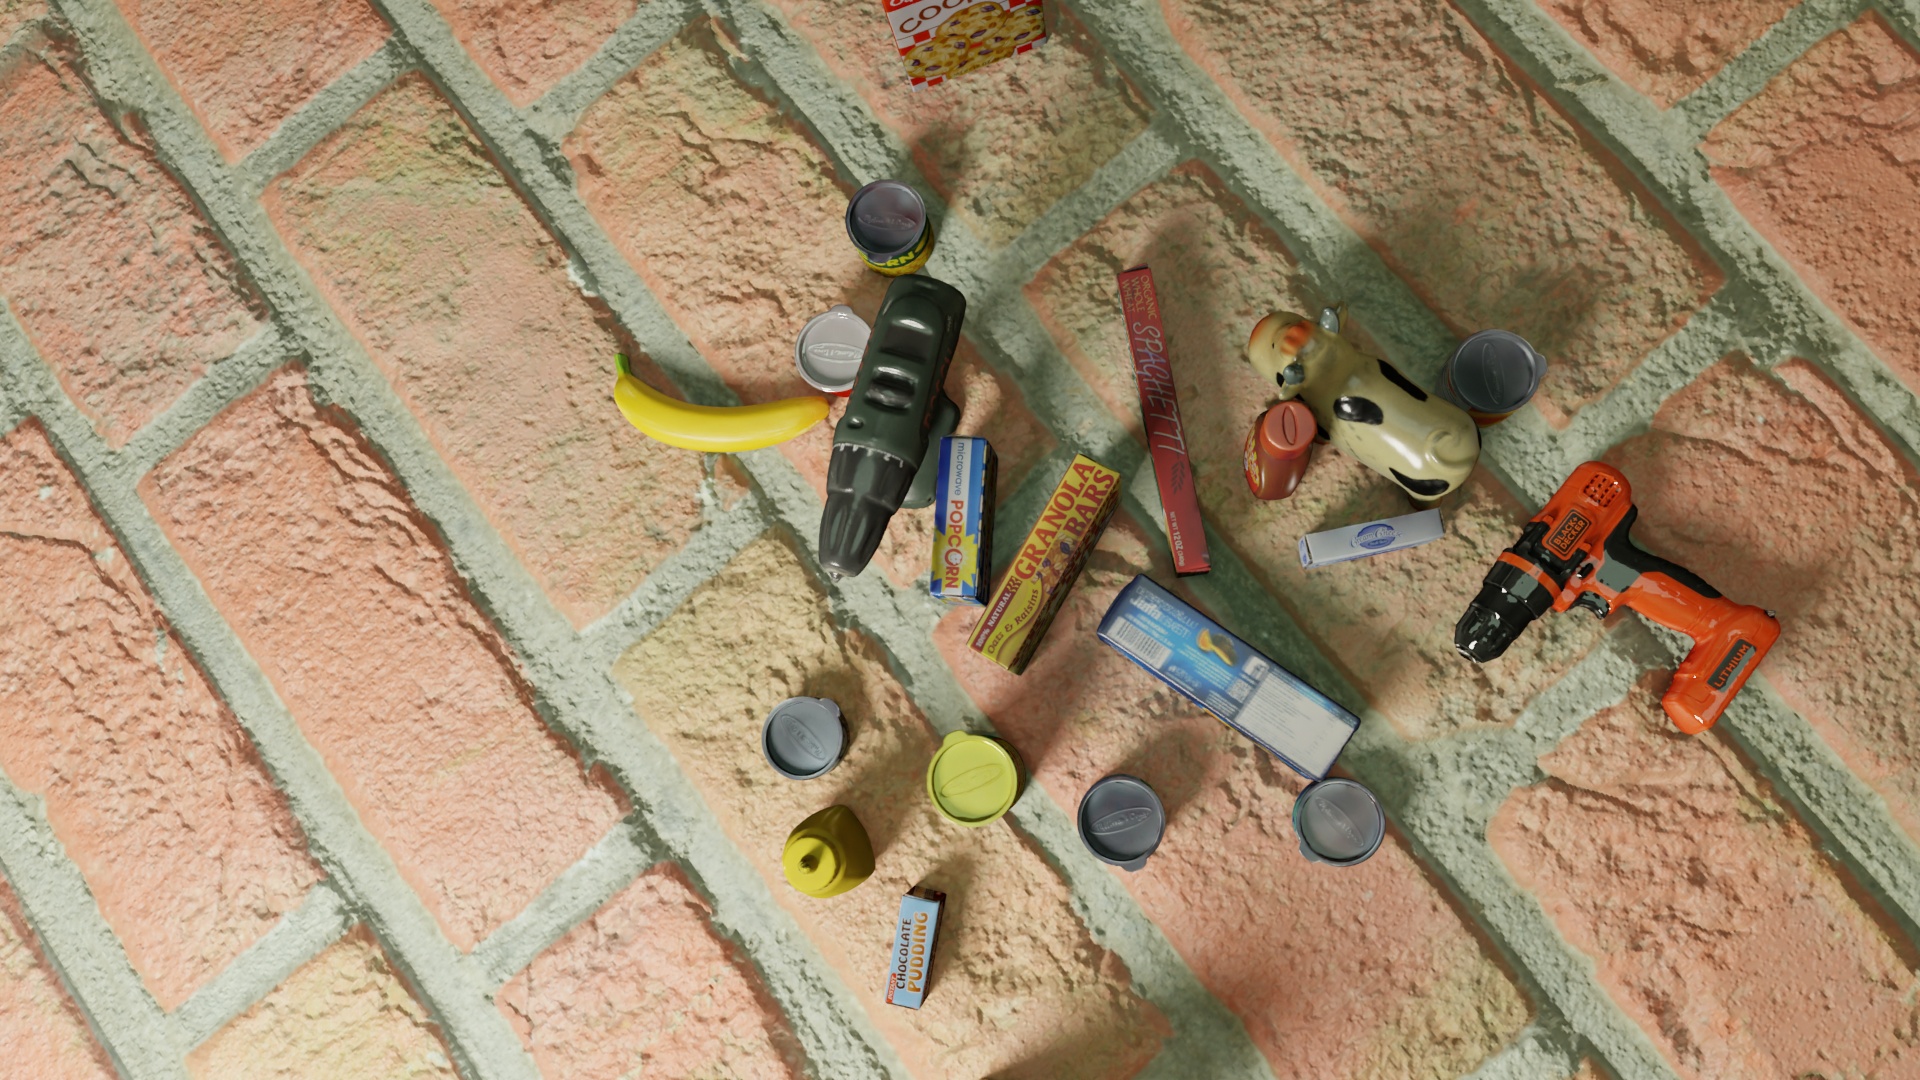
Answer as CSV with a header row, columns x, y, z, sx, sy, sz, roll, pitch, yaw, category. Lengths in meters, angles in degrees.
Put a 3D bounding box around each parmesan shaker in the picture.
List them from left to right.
x,y,z,sx,sy,sz,roll,pitch,yaw,category
0.014,0.178,1.058,0.071,0.103,0.071,-1,82,7,parmesan shaker

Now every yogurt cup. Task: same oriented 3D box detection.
x,y,z,sx,sy,sz,roll,pitch,yaw,category
-0.098,-0.150,1.143,0.072,0.054,0.072,-1,82,7,yogurt cup

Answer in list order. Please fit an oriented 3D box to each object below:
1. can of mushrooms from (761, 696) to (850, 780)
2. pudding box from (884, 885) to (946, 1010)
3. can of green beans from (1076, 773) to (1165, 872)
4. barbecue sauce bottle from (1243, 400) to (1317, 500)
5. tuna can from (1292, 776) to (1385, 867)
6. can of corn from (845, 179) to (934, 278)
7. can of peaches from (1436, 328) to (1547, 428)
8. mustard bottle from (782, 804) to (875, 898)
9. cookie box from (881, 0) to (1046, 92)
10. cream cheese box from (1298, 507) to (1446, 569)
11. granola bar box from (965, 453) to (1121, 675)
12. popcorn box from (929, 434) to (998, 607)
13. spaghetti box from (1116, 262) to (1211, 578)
x,y,z,sx,sy,sz,roll,pitch,yaw,category
-0.122,0.156,1.113,0.071,0.033,0.071,-1,82,7,can of mushrooms
-0.035,0.313,1.072,0.030,0.049,0.084,10,84,8,pudding box
0.123,0.213,1.063,0.071,0.058,0.071,-1,82,7,can of green beans
0.240,-0.071,1.043,0.044,0.148,0.065,-4,82,7,barbecue sauce bottle
0.285,0.215,1.056,0.071,0.033,0.071,-1,82,7,tuna can
-0.058,-0.254,1.150,0.071,0.058,0.071,-1,82,7,can of corn
0.410,-0.124,1.076,0.071,0.058,0.071,-1,82,7,can of peaches
-0.103,0.235,1.035,0.049,0.160,0.065,-28,80,3,mustard bottle
0.001,-0.433,1.113,0.123,0.167,0.040,-19,81,4,cookie box
0.316,-0.001,1.073,0.104,0.053,0.024,-12,81,5,cream cheese box
0.066,0.021,1.063,0.039,0.124,0.165,30,87,10,granola bar box
0.004,-0.014,1.095,0.038,0.085,0.127,3,83,7,popcorn box
0.161,-0.095,1.106,0.029,0.050,0.250,-11,81,5,spaghetti box
